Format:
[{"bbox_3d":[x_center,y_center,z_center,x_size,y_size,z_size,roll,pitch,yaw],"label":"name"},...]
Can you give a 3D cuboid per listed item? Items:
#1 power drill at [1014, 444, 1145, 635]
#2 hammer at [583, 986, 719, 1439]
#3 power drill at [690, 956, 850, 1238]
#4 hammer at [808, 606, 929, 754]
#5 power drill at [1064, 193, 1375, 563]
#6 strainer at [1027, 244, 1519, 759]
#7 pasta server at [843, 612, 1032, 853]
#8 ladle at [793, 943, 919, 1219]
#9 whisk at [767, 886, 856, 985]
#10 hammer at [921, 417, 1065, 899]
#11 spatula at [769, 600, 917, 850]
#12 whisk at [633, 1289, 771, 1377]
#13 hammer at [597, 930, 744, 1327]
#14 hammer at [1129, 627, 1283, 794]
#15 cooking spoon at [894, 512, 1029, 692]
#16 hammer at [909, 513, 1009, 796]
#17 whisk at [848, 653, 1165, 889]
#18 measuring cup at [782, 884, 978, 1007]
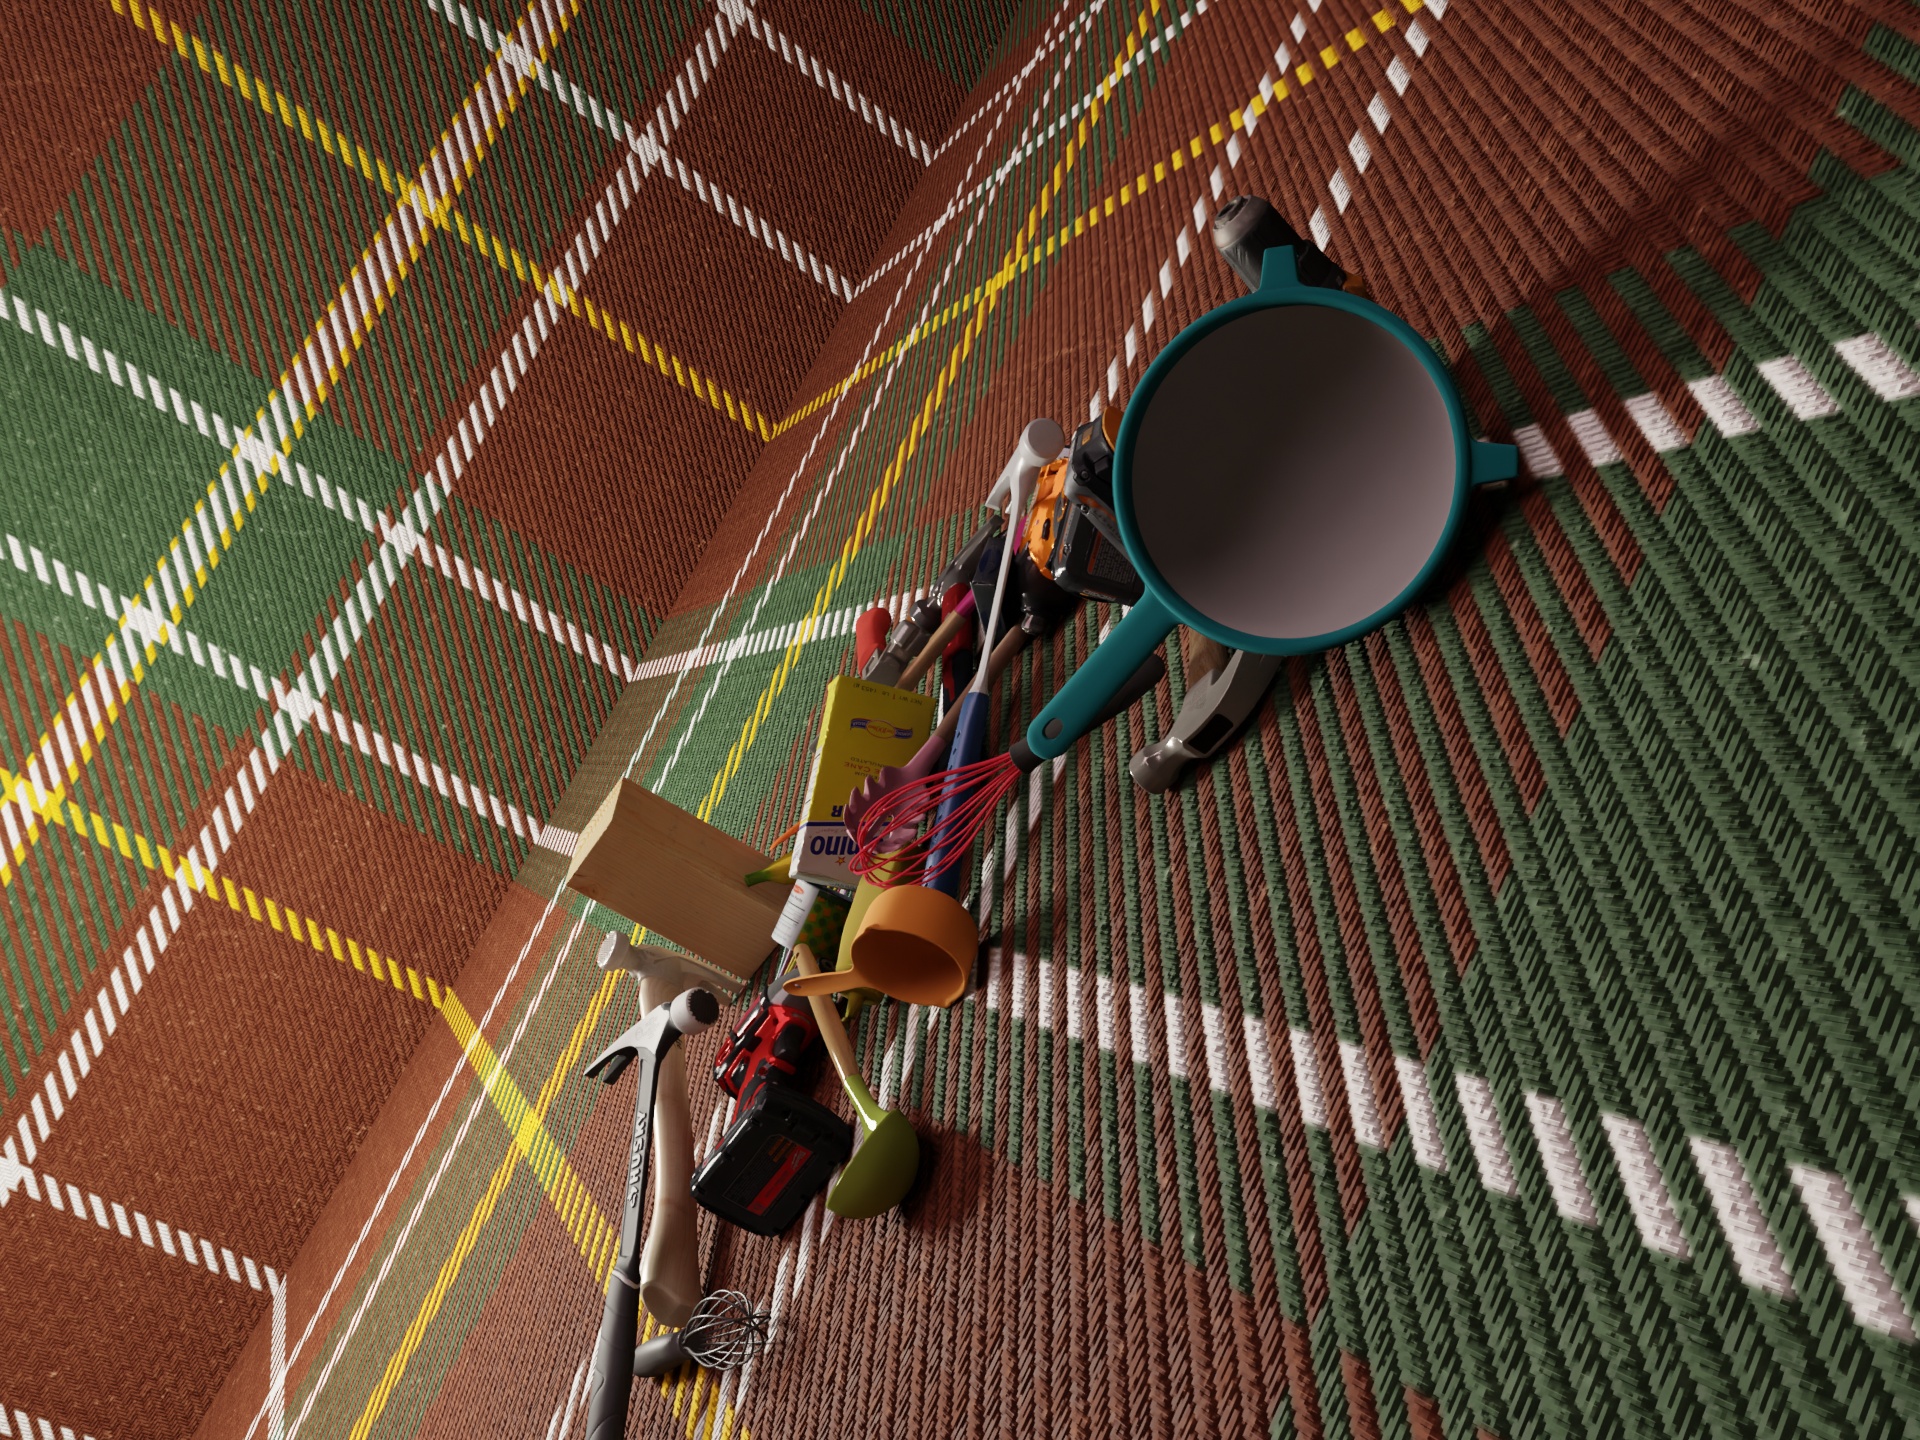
[{"bbox_3d":[0.098,-0.145,1.288,0.226,0.084,0.164,-150,75,-78],"label":"power drill"},{"bbox_3d":[-0.261,0.414,1.231,0.149,0.036,0.409,-32,42,34],"label":"hammer"},{"bbox_3d":[-0.145,0.287,1.263,0.143,0.078,0.220,-52,17,16],"label":"power drill"},{"bbox_3d":[-0.094,-0.058,1.603,0.149,0.036,0.359,-53,10,7],"label":"hammer"},{"bbox_3d":[0.169,-0.211,1.034,0.226,0.185,0.084,-36,23,29],"label":"power drill"},{"bbox_3d":[0.167,-0.102,0.979,0.340,0.211,0.095,-49,-17,24],"label":"strainer"},{"bbox_3d":[-0.002,-0.004,1.324,0.316,0.060,0.040,-53,-2,-33],"label":"pasta server"},{"bbox_3d":[-0.095,0.245,1.161,0.078,0.062,0.320,-59,27,12],"label":"ladle"},{"bbox_3d":[-0.155,0.223,1.434,0.245,0.051,0.047,-63,23,-5],"label":"whisk"},{"bbox_3d":[0.016,-0.029,1.257,0.144,0.035,0.406,135,148,-75],"label":"hammer"},{"bbox_3d":[-0.108,0.001,1.658,0.081,0.041,0.323,-34,28,60],"label":"spatula"},{"bbox_3d":[-0.200,0.462,1.173,0.239,0.055,0.055,-42,24,49],"label":"whisk"},{"bbox_3d":[-0.246,0.350,1.397,0.038,0.146,0.411,-51,30,21],"label":"hammer"},{"bbox_3d":[0.174,-0.096,1.124,0.130,0.031,0.332,-45,23,35],"label":"hammer"},{"bbox_3d":[-0.016,-0.078,1.470,0.319,0.017,0.069,-52,17,10],"label":"cooking spoon"},{"bbox_3d":[0.007,-0.058,1.471,0.143,0.038,0.387,-48,21,24],"label":"hammer"},{"bbox_3d":[0.028,0.038,1.122,0.296,0.073,0.073,-36,27,28],"label":"whisk"},{"bbox_3d":[-0.062,0.170,1.175,0.173,0.095,0.052,-18,35,38],"label":"measuring cup"}]
